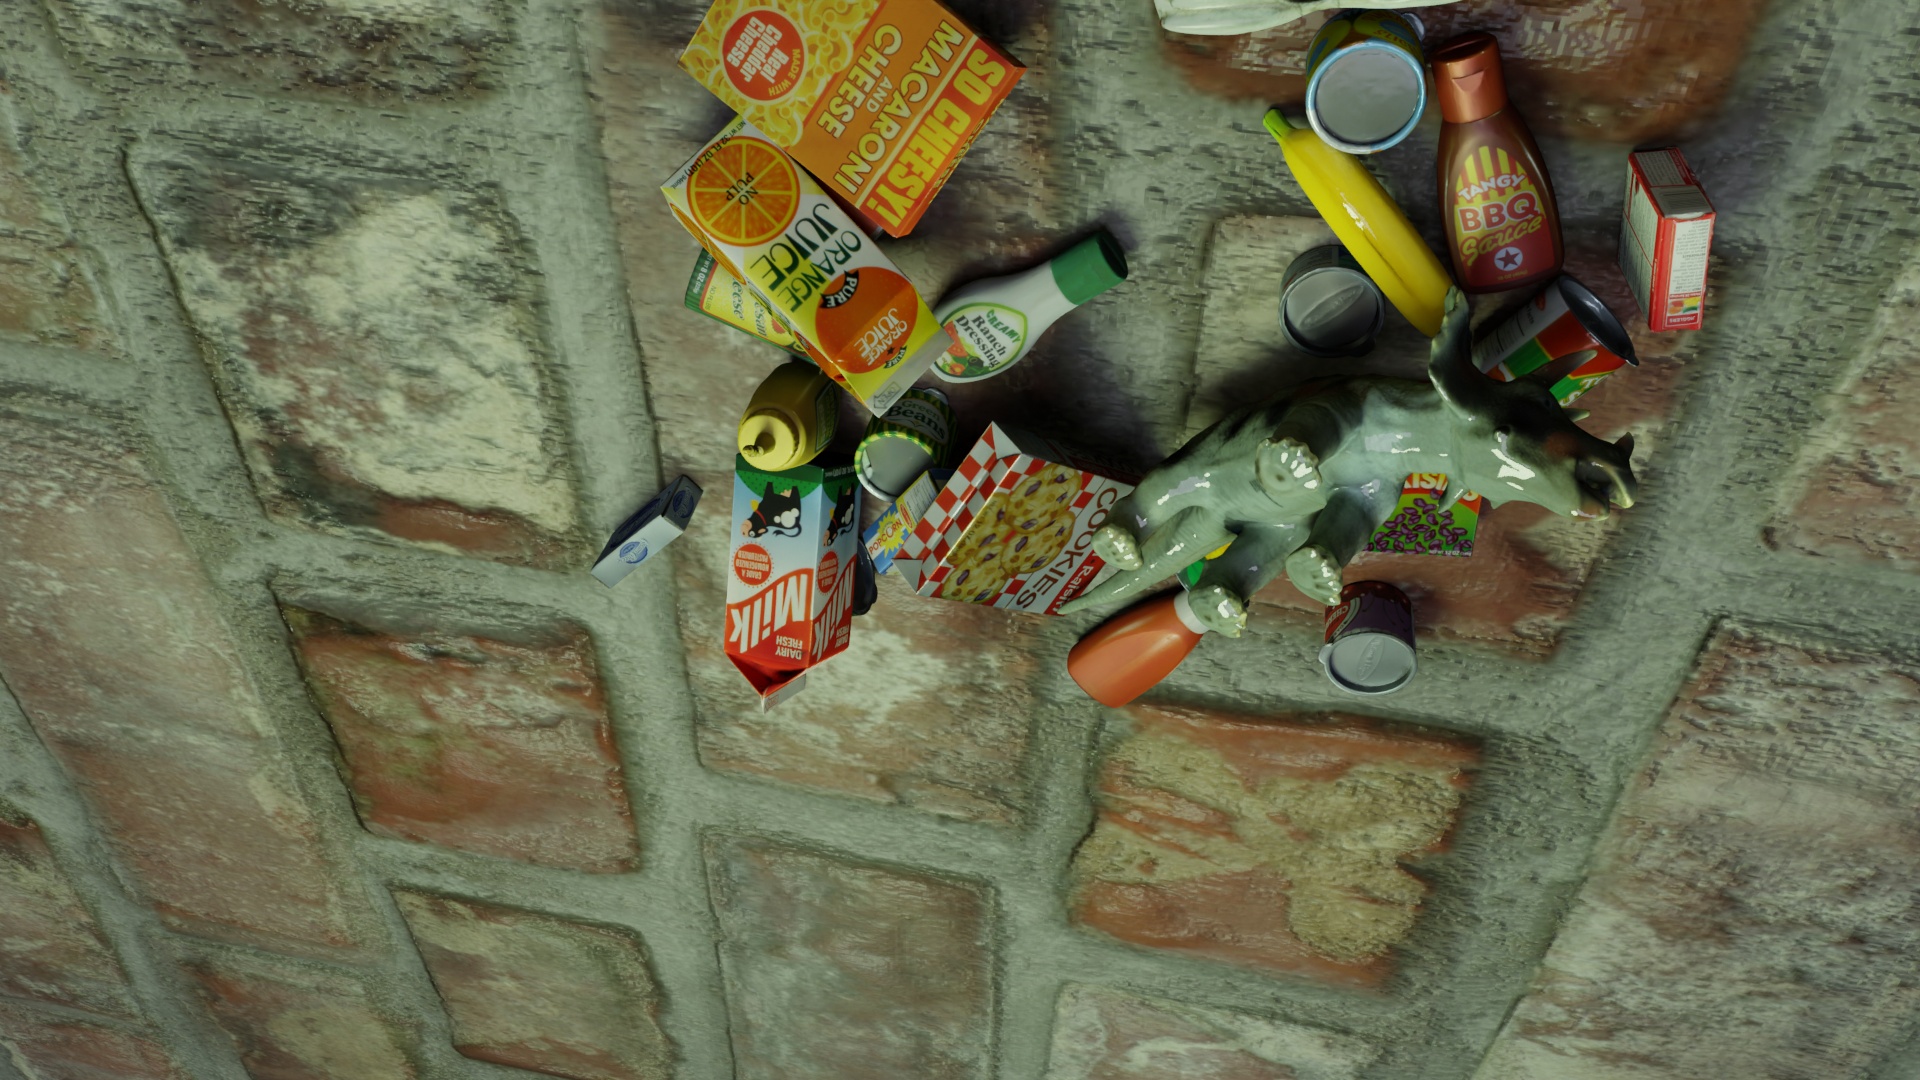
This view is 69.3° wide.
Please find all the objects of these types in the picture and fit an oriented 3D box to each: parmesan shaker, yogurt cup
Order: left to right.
[{"bbox_3d":[-0.129,-0.165,0.948,0.103,0.072,0.071,23,130,-5],"label":"parmesan shaker"},{"bbox_3d":[-0.056,-0.230,0.882,0.054,0.073,0.072,41,127,-9],"label":"yogurt cup"}]

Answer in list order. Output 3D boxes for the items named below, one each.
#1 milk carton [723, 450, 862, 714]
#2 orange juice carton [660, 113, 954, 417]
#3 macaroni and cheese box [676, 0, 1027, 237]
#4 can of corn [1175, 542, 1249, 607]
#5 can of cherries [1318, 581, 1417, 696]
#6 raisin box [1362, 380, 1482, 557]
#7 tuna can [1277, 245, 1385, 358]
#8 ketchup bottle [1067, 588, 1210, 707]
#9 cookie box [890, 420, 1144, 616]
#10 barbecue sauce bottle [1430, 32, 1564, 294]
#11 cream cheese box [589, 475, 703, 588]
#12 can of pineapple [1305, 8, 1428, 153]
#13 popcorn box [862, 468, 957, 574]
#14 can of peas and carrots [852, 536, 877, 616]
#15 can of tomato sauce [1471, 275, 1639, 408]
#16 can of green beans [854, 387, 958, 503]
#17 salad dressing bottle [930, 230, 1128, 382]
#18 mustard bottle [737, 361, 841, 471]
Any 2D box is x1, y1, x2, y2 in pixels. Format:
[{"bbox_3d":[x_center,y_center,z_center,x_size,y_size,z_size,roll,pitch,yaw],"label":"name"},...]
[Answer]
[{"bbox_3d":[-0.125,0.030,1.035,0.073,0.072,0.190,10,103,20],"label":"milk carton"},{"bbox_3d":[-0.094,-0.170,0.880,0.072,0.073,0.192,-45,92,-5],"label":"orange juice carton"},{"bbox_3d":[-0.063,-0.279,0.814,0.166,0.040,0.123,39,111,0],"label":"macaroni and cheese box"},{"bbox_3d":[0.199,0.011,1.010,0.071,0.071,0.058,31,129,-11],"label":"can of corn"},{"bbox_3d":[0.304,0.072,1.039,0.071,0.059,0.071,7,131,9],"label":"can of cherries"},{"bbox_3d":[0.313,-0.048,0.951,0.086,0.040,0.122,4,129,12],"label":"raisin box"},{"bbox_3d":[0.239,-0.151,0.889,0.071,0.033,0.070,7,130,9],"label":"tuna can"},{"bbox_3d":[0.154,0.075,1.090,0.064,0.044,0.148,38,127,-18],"label":"ketchup bottle"},{"bbox_3d":[0.049,-0.011,0.967,0.167,0.040,0.122,11,122,-49],"label":"cookie box"},{"bbox_3d":[0.308,-0.219,0.810,0.065,0.044,0.148,-12,124,24],"label":"barbecue sauce bottle"},{"bbox_3d":[-0.253,-0.007,1.120,0.103,0.054,0.024,-33,117,33],"label":"cream cheese box"},{"bbox_3d":[0.230,-0.262,0.785,0.071,0.058,0.070,7,130,9],"label":"can of pineapple"},{"bbox_3d":[0.004,-0.013,1.012,0.127,0.038,0.085,0,147,-44],"label":"popcorn box"},{"bbox_3d":[-0.107,0.031,1.107,0.058,0.071,0.070,-8,126,21],"label":"can of peas and carrots"},{"bbox_3d":[0.365,-0.112,0.867,0.071,0.071,0.082,34,129,-14],"label":"can of tomato sauce"},{"bbox_3d":[-0.039,-0.068,1.012,0.071,0.058,0.071,7,130,9],"label":"can of green beans"},{"bbox_3d":[0.041,-0.157,0.928,0.147,0.044,0.064,-26,117,30],"label":"salad dressing bottle"},{"bbox_3d":[-0.120,-0.079,0.953,0.049,0.161,0.065,4,111,7],"label":"mustard bottle"}]
